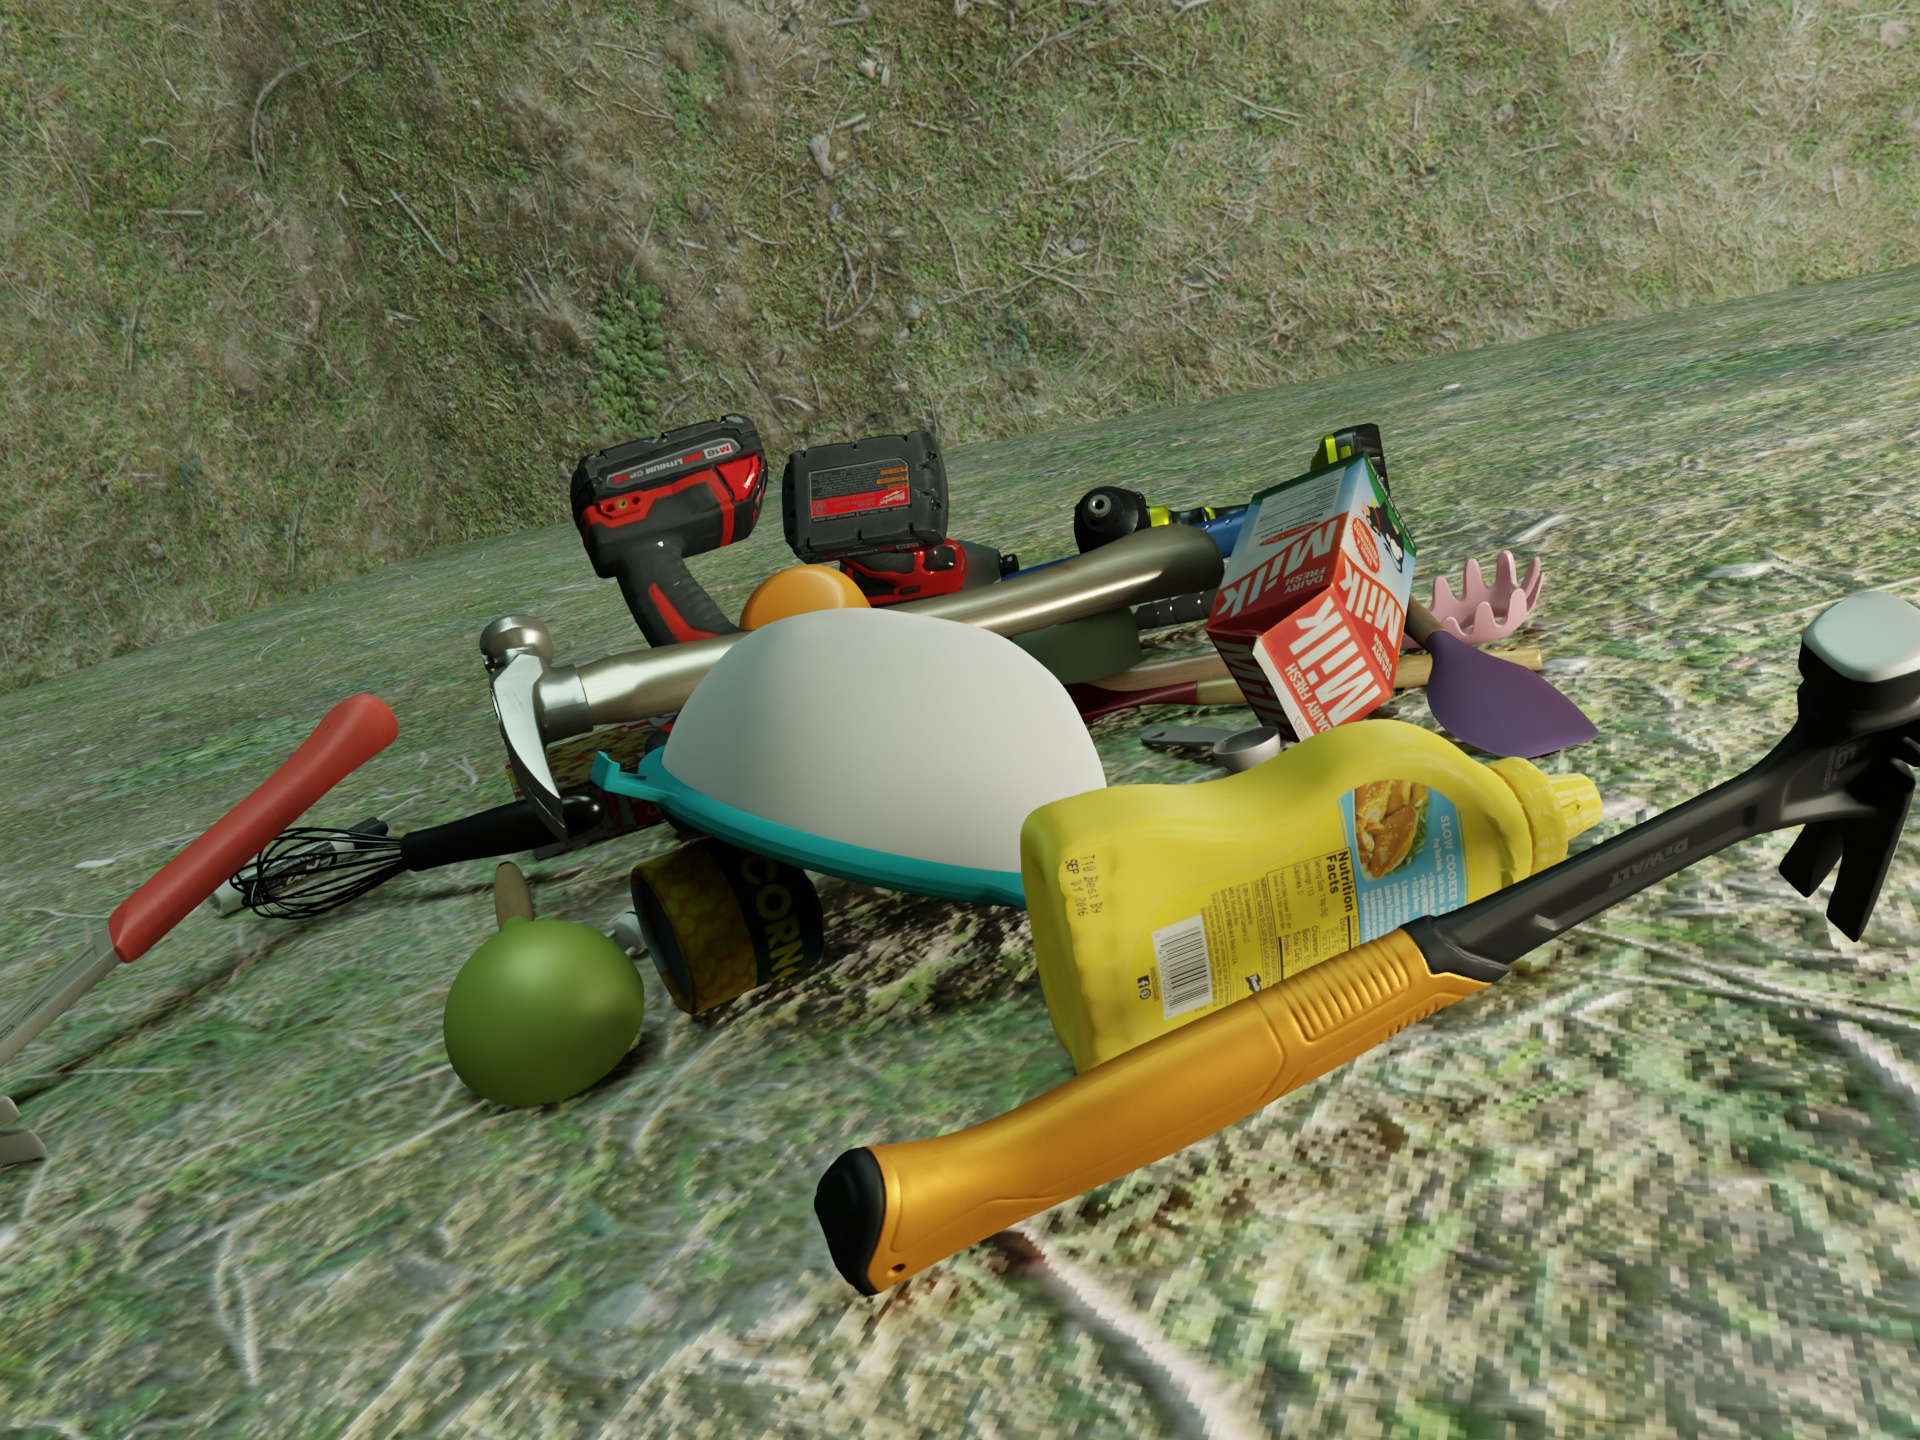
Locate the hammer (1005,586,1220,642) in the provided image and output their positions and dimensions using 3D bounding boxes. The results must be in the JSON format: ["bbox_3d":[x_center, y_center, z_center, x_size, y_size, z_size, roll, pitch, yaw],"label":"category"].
[{"bbox_3d":[0.111,-0.071,1.106,0.334,0.035,0.146,-13,9,-6],"label":"hammer"}]

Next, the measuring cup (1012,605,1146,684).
[{"bbox_3d":[0.083,-0.067,0.982,0.083,0.038,0.168,-3,21,23],"label":"measuring cup"}]

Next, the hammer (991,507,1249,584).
[{"bbox_3d":[0.020,-0.089,1.087,0.405,0.035,0.144,-12,10,12],"label":"hammer"}]

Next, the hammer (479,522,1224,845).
[{"bbox_3d":[-0.040,-0.040,0.858,0.410,0.038,0.146,-14,45,-17],"label":"hammer"}]

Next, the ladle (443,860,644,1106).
[{"bbox_3d":[-0.200,0.104,0.736,0.078,0.062,0.320,-26,10,-14],"label":"ladle"}]

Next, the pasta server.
[{"bbox_3d":[0.184,-0.045,0.949,0.316,0.040,0.060,-10,28,16],"label":"pasta server"}]

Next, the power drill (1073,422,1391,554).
[{"bbox_3d":[0.197,-0.146,1.158,0.223,0.080,0.171,-9,-12,13],"label":"power drill"}]

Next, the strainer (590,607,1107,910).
[{"bbox_3d":[-0.008,-0.004,0.735,0.211,0.095,0.340,15,9,12],"label":"strainer"}]

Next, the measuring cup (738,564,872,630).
[{"bbox_3d":[-0.063,-0.040,0.988,0.174,0.052,0.095,25,72,29],"label":"measuring cup"}]

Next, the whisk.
[{"bbox_3d":[-0.307,0.071,0.894,0.239,0.055,0.055,-13,14,14],"label":"whisk"}]

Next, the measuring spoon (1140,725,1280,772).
[{"bbox_3d":[0.127,0.015,0.827,0.034,0.018,0.124,-24,10,-18],"label":"measuring spoon"}]

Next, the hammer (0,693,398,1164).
[{"bbox_3d":[-0.398,0.089,0.814,0.149,0.036,0.359,-8,28,24],"label":"hammer"}]

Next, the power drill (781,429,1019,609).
[{"bbox_3d":[-0.040,-0.131,1.182,0.143,0.079,0.219,-7,-16,11],"label":"power drill"}]

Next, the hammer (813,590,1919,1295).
[{"bbox_3d":[0.119,0.079,0.452,0.337,0.127,0.034,-24,44,-5],"label":"hammer"}]

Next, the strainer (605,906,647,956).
[{"bbox_3d":[-0.100,0.053,0.811,0.258,0.087,0.050,-41,-9,-49],"label":"strainer"}]

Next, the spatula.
[{"bbox_3d":[0.246,-0.051,0.860,0.060,0.018,0.316,-16,25,0],"label":"spatula"}]

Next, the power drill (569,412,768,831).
[{"bbox_3d":[-0.117,-0.062,0.935,0.188,0.227,0.080,-19,-15,-15],"label":"power drill"}]

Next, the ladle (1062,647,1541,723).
[{"bbox_3d":[0.160,-0.020,0.896,0.315,0.031,0.069,-5,19,22],"label":"ladle"}]
